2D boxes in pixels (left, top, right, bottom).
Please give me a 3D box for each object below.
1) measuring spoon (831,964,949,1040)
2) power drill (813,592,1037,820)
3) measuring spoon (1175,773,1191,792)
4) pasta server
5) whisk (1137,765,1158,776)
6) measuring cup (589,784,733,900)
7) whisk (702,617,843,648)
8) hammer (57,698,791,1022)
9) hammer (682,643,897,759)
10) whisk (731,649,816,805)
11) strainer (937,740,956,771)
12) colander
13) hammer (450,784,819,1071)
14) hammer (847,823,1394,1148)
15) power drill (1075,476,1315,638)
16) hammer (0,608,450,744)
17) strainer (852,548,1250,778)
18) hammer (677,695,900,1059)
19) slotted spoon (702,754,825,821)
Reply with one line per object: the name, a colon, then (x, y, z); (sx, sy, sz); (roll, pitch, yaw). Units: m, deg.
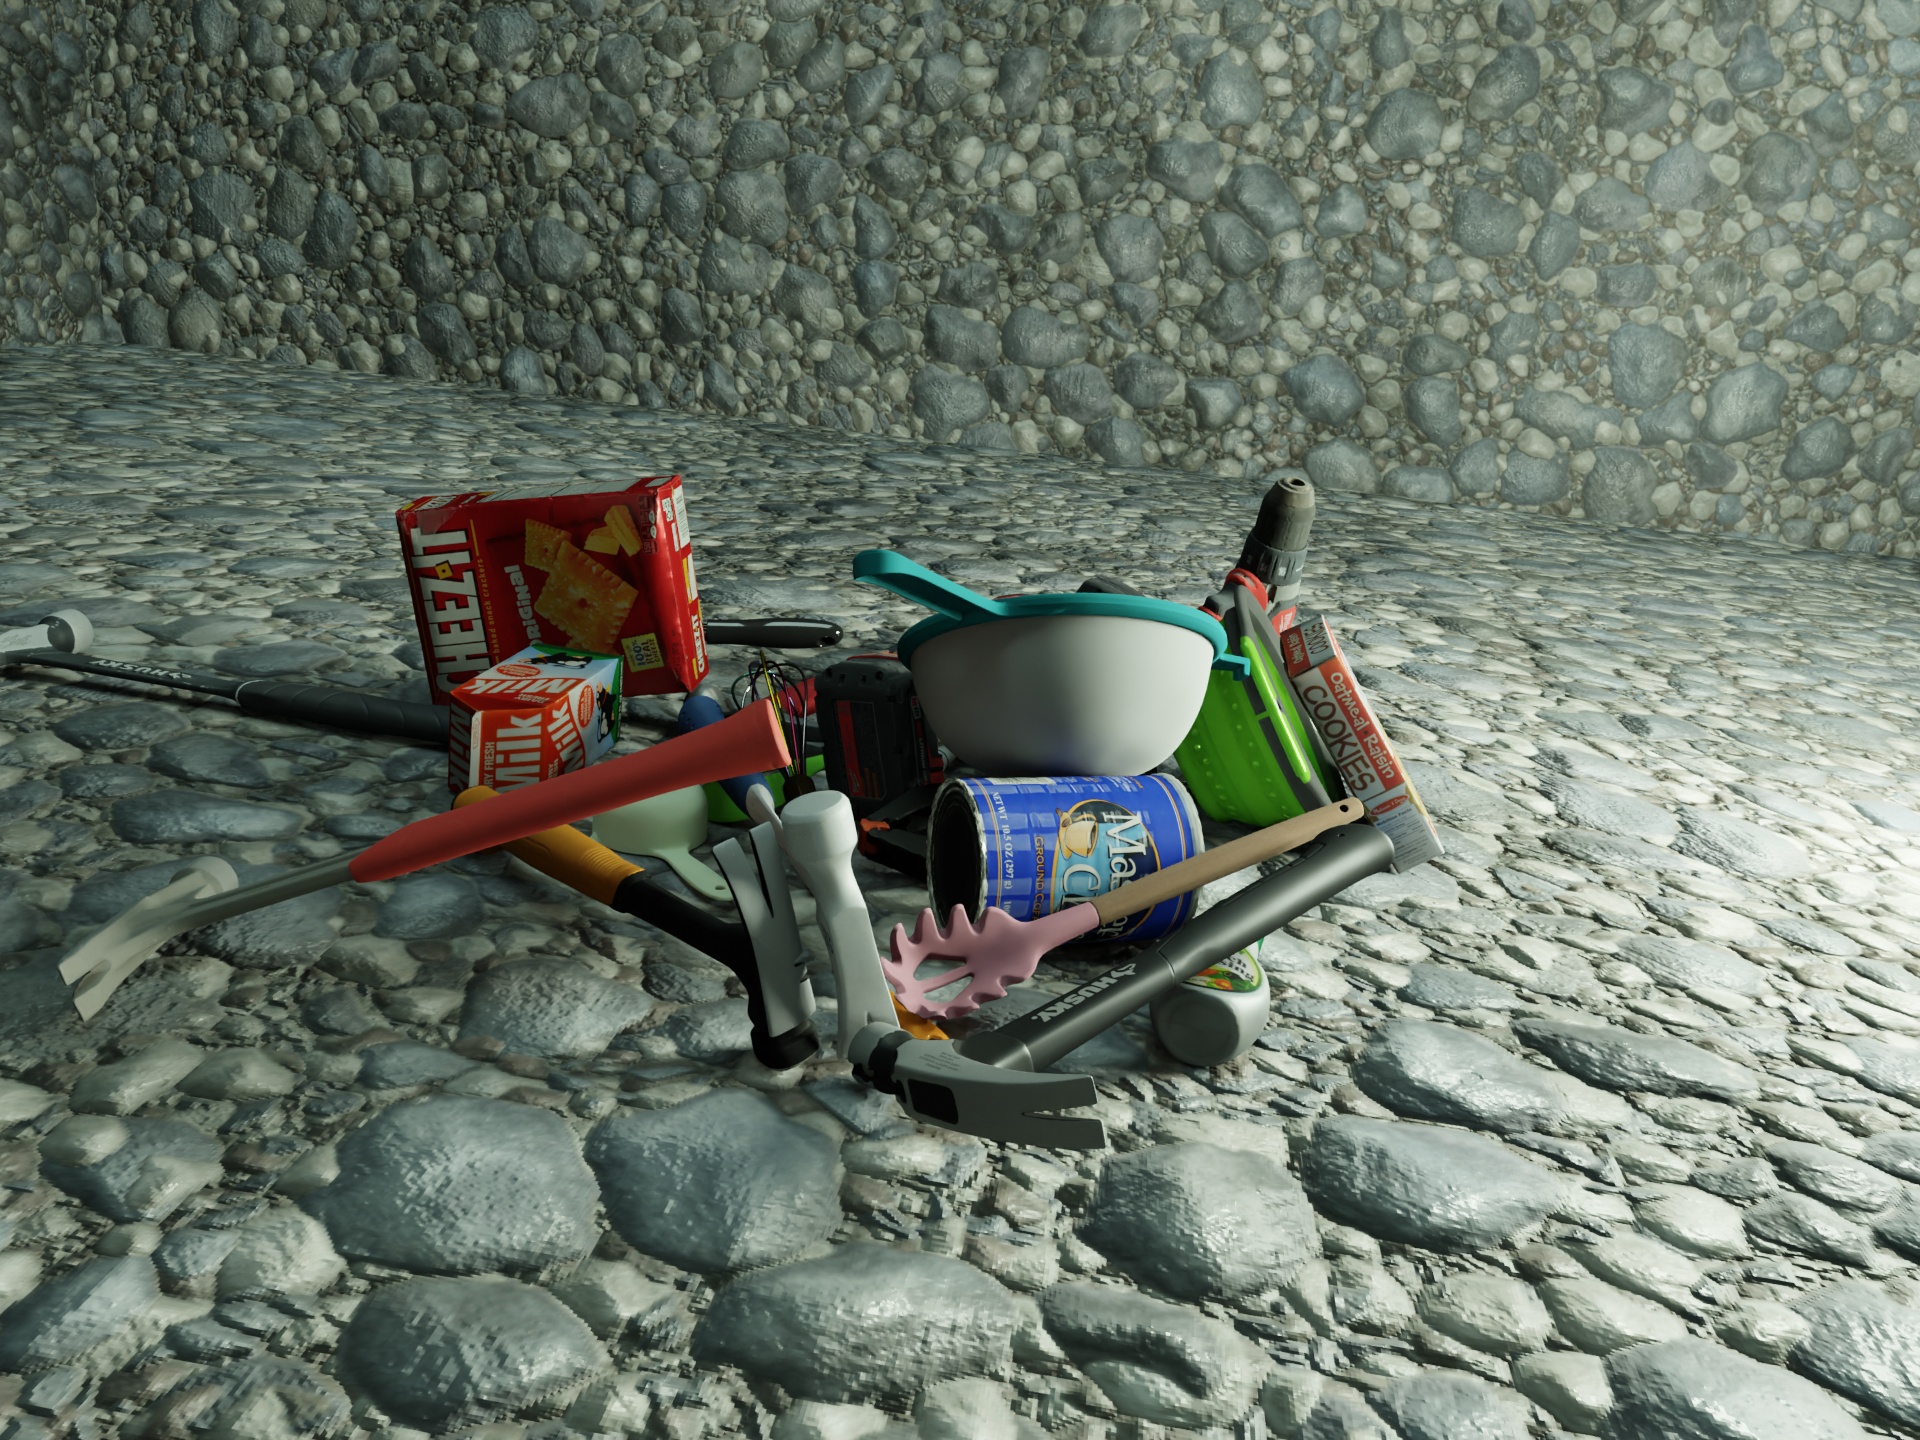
measuring spoon: (-0.037, 0.151, 0.860); (0.021, 0.011, 0.117); (-6, 21, -33)
power drill: (-0.002, -0.004, 1.172); (0.078, 0.143, 0.219); (4, 19, 38)
measuring spoon: (0.197, 0.035, 1.296); (0.034, 0.018, 0.124); (14, 20, 22)
pasta server: (0.099, 0.096, 0.892); (0.316, 0.040, 0.060); (-19, 65, -20)
whisk: (0.166, 0.010, 1.316); (0.070, 0.070, 0.285); (11, 23, 14)
measuring cup: (-0.182, 0.071, 1.020); (0.083, 0.038, 0.168); (-5, 19, -32)
whisk: (-0.224, -0.077, 1.426); (0.239, 0.055, 0.055); (0, 18, 0)
hammer: (-0.263, 0.061, 0.815); (0.359, 0.036, 0.149); (-17, 15, 2)
hammer: (-0.075, -0.036, 1.397); (0.143, 0.038, 0.386); (15, 19, 22)
whisk: (-0.116, 0.029, 1.080); (0.051, 0.047, 0.245); (5, 34, -21)
strainer: (0.015, -0.002, 1.321); (0.087, 0.050, 0.258); (5, 22, 19)
colander: (0.237, 0.011, 1.259); (0.094, 0.204, 0.397); (-25, -9, 17)
hammer: (-0.198, 0.082, 0.884); (0.034, 0.127, 0.337); (-26, 28, -36)
hammer: (0.115, 0.123, 0.818); (0.334, 0.035, 0.146); (-22, 17, -36)
power drill: (0.191, -0.090, 1.261); (0.226, 0.187, 0.080); (-20, 45, -37)
hammer: (-0.554, -0.024, 1.203); (0.409, 0.036, 0.149); (9, 19, 9)
strainer: (0.034, -0.018, 0.957); (0.211, 0.095, 0.340); (-8, -14, 28)
hammer: (-0.116, 0.059, 0.944); (0.035, 0.144, 0.406); (-17, 19, -15)
slotted spoon: (-0.065, 0.018, 1.195); (0.070, 0.031, 0.313); (21, 27, 41)
